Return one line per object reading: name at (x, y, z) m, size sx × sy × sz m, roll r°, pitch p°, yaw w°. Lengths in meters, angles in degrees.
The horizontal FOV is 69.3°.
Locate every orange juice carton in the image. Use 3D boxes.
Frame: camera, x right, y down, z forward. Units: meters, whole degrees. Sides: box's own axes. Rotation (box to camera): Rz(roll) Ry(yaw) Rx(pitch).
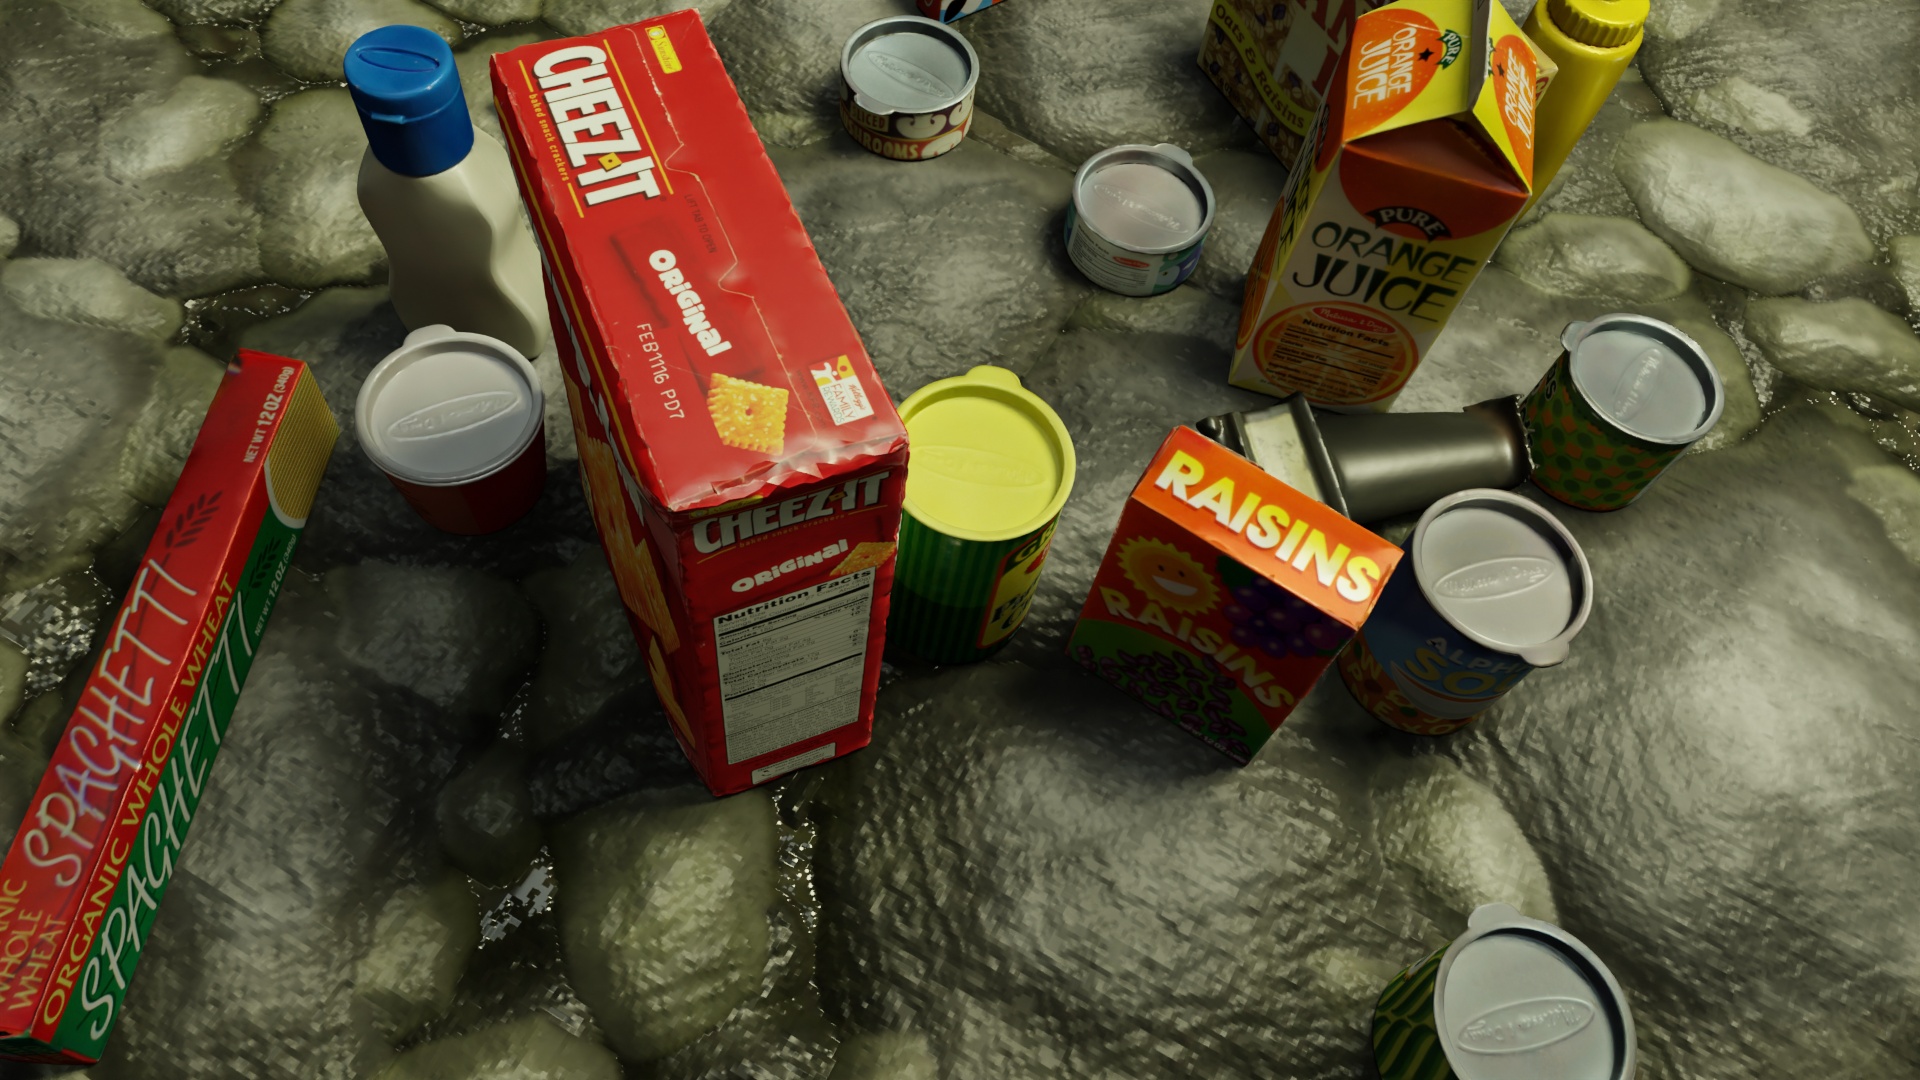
orange juice carton at (0.171, -0.135, 0.555) m, size 0.073 × 0.191 × 0.072 m, roll 15°, pitch 60°, yaw 2°

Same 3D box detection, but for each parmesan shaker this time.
parmesan shaker at (0.002, -0.006, 0.514) m, size 0.071 × 0.102 × 0.071 m, roll 3°, pitch 61°, yaw -5°

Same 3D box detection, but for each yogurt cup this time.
yogurt cup at (-0.192, -0.038, 0.537) m, size 0.072 × 0.053 × 0.073 m, roll 3°, pitch 60°, yaw -5°

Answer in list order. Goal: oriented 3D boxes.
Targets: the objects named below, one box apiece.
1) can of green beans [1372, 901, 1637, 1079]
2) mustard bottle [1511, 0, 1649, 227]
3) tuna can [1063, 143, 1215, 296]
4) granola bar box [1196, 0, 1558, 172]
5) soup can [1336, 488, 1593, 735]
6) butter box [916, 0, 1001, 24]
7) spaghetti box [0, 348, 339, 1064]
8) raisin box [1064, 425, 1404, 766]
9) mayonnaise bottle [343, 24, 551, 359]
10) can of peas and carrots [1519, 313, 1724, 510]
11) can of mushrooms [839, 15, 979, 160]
can of green beans at (0.179, 0.166, 0.463) m, size 0.071 × 0.057 × 0.071 m, roll 3°, pitch 60°, yaw -5°
mustard bottle at (0.267, -0.207, 0.626) m, size 0.049 × 0.159 × 0.065 m, roll 34°, pitch 63°, yaw 12°
tuna can at (0.083, -0.150, 0.645) m, size 0.071 × 0.032 × 0.071 m, roll 3°, pitch 60°, yaw -5°
granola bar box at (0.183, -0.221, 0.645) m, size 0.039 × 0.123 × 0.166 m, roll -24°, pitch 66°, yaw -18°
soup can at (0.188, 0.032, 0.525) m, size 0.071 × 0.083 × 0.071 m, roll 3°, pitch 61°, yaw -5°
butter box at (0.026, -0.308, 0.717) m, size 0.104 × 0.053 × 0.024 m, roll -30°, pitch 68°, yaw -21°
spaghetti box at (-0.274, 0.048, 0.481) m, size 0.029 × 0.050 × 0.251 m, roll 8°, pitch 60°, yaw -2°
raisin box at (0.092, 0.023, 0.496) m, size 0.086 × 0.122 × 0.040 m, roll 32°, pitch 62°, yaw 11°
mayonnaise bottle at (-0.197, -0.128, 0.533) m, size 0.065 × 0.147 × 0.041 m, roll 9°, pitch 60°, yaw -2°
can of peas and carrots at (0.279, -0.056, 0.600) m, size 0.071 × 0.058 × 0.071 m, roll 3°, pitch 61°, yaw -5°
can of mushrooms at (-0.027, -0.217, 0.670) m, size 0.071 × 0.033 × 0.071 m, roll 3°, pitch 60°, yaw -5°
